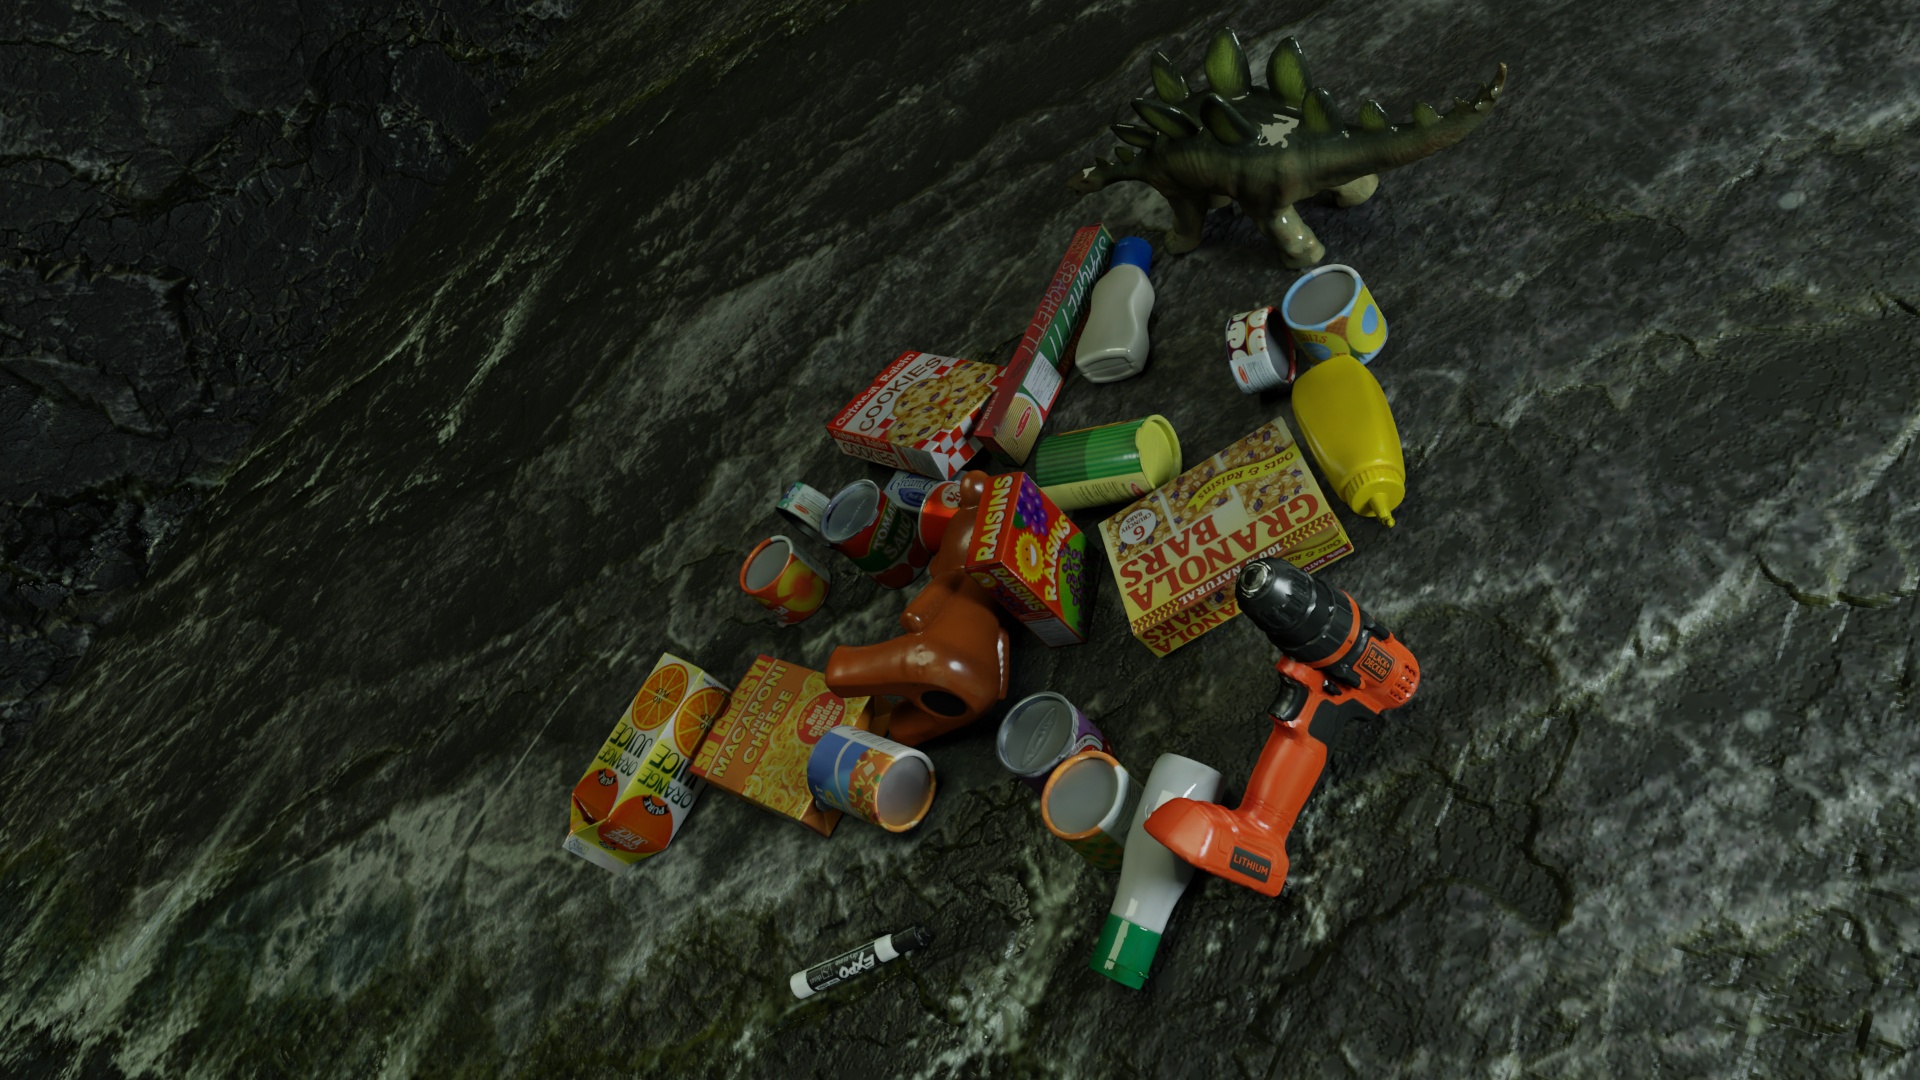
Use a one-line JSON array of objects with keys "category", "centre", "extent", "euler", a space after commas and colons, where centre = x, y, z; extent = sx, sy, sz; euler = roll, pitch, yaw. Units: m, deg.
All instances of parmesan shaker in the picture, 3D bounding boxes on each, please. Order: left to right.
[{"category": "parmesan shaker", "centre": [0.118, -0.063, 1.134], "extent": [0.103, 0.071, 0.071], "euler": [-8, 52, 37]}]

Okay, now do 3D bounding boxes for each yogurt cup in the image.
[{"category": "yogurt cup", "centre": [0.004, -0.015, 1.203], "extent": [0.054, 0.072, 0.072], "euler": [11, 65, 37]}]

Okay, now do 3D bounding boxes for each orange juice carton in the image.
[{"category": "orange juice carton", "centre": [-0.279, 0.206, 1.256], "extent": [0.073, 0.071, 0.193], "euler": [13, 66, 48]}]

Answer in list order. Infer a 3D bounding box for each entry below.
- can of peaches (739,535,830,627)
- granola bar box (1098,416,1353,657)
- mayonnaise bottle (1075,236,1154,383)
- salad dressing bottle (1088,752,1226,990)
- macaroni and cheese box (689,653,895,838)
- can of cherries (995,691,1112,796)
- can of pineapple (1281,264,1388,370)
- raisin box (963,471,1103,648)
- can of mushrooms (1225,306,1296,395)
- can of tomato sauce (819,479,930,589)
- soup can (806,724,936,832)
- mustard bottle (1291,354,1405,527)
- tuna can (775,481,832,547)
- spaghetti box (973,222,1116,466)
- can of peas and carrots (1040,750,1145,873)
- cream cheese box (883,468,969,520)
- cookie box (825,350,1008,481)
[{"category": "can of peaches", "centre": [-0.167, 0.039, 1.312], "extent": [0.071, 0.058, 0.071], "euler": [-23, 44, 25]}, {"category": "granola bar box", "centre": [0.195, -0.003, 1.041], "extent": [0.165, 0.039, 0.125], "euler": [-31, 41, 17]}, {"category": "mayonnaise bottle", "centre": [0.147, -0.212, 1.263], "extent": [0.064, 0.041, 0.149], "euler": [-10, 50, 34]}, {"category": "salad dressing bottle", "centre": [0.126, 0.214, 0.902], "extent": [0.044, 0.064, 0.148], "euler": [14, 75, 37]}, {"category": "macaroni and cheese box", "centre": [-0.146, 0.171, 1.193], "extent": [0.166, 0.040, 0.124], "euler": [10, 64, 46]}, {"category": "can of cherries", "centre": [0.070, 0.153, 1.004], "extent": [0.071, 0.058, 0.072], "euler": [-24, 43, 24]}, {"category": "can of pineapple", "centre": [0.291, -0.171, 1.085], "extent": [0.071, 0.057, 0.071], "euler": [-24, 44, 25]}, {"category": "raisin box", "centre": [0.058, 0.016, 1.079], "extent": [0.040, 0.123, 0.086], "euler": [-10, 52, 36]}, {"category": "can of mushrooms", "centre": [0.240, -0.153, 1.108], "extent": [0.033, 0.071, 0.071], "euler": [-11, 50, 35]}, {"category": "can of tomato sauce", "centre": [-0.073, -0.004, 1.245], "extent": [0.071, 0.083, 0.071], "euler": [-24, 44, 25]}, {"category": "soup can", "centre": [-0.071, 0.189, 1.092], "extent": [0.084, 0.071, 0.071], "euler": [11, 65, 46]}, {"category": "mustard bottle", "centre": [0.287, -0.065, 1.005], "extent": [0.065, 0.048, 0.161], "euler": [-28, 43, 22]}, {"category": "tuna can", "centre": [-0.142, -0.025, 1.341], "extent": [0.071, 0.071, 0.033], "euler": [21, 72, 49]}, {"category": "spaghetti box", "centre": [0.085, -0.183, 1.284], "extent": [0.028, 0.050, 0.251], "euler": [6, 61, 43]}, {"category": "can of peas and carrots", "centre": [0.095, 0.186, 0.953], "extent": [0.071, 0.058, 0.071], "euler": [-24, 44, 25]}, {"category": "cream cheese box", "centre": [-0.027, -0.043, 1.284], "extent": [0.104, 0.024, 0.053], "euler": [16, 68, 47]}, {"category": "cookie box", "centre": [-0.033, -0.123, 1.324], "extent": [0.123, 0.040, 0.167], "euler": [-45, 37, -22]}]
